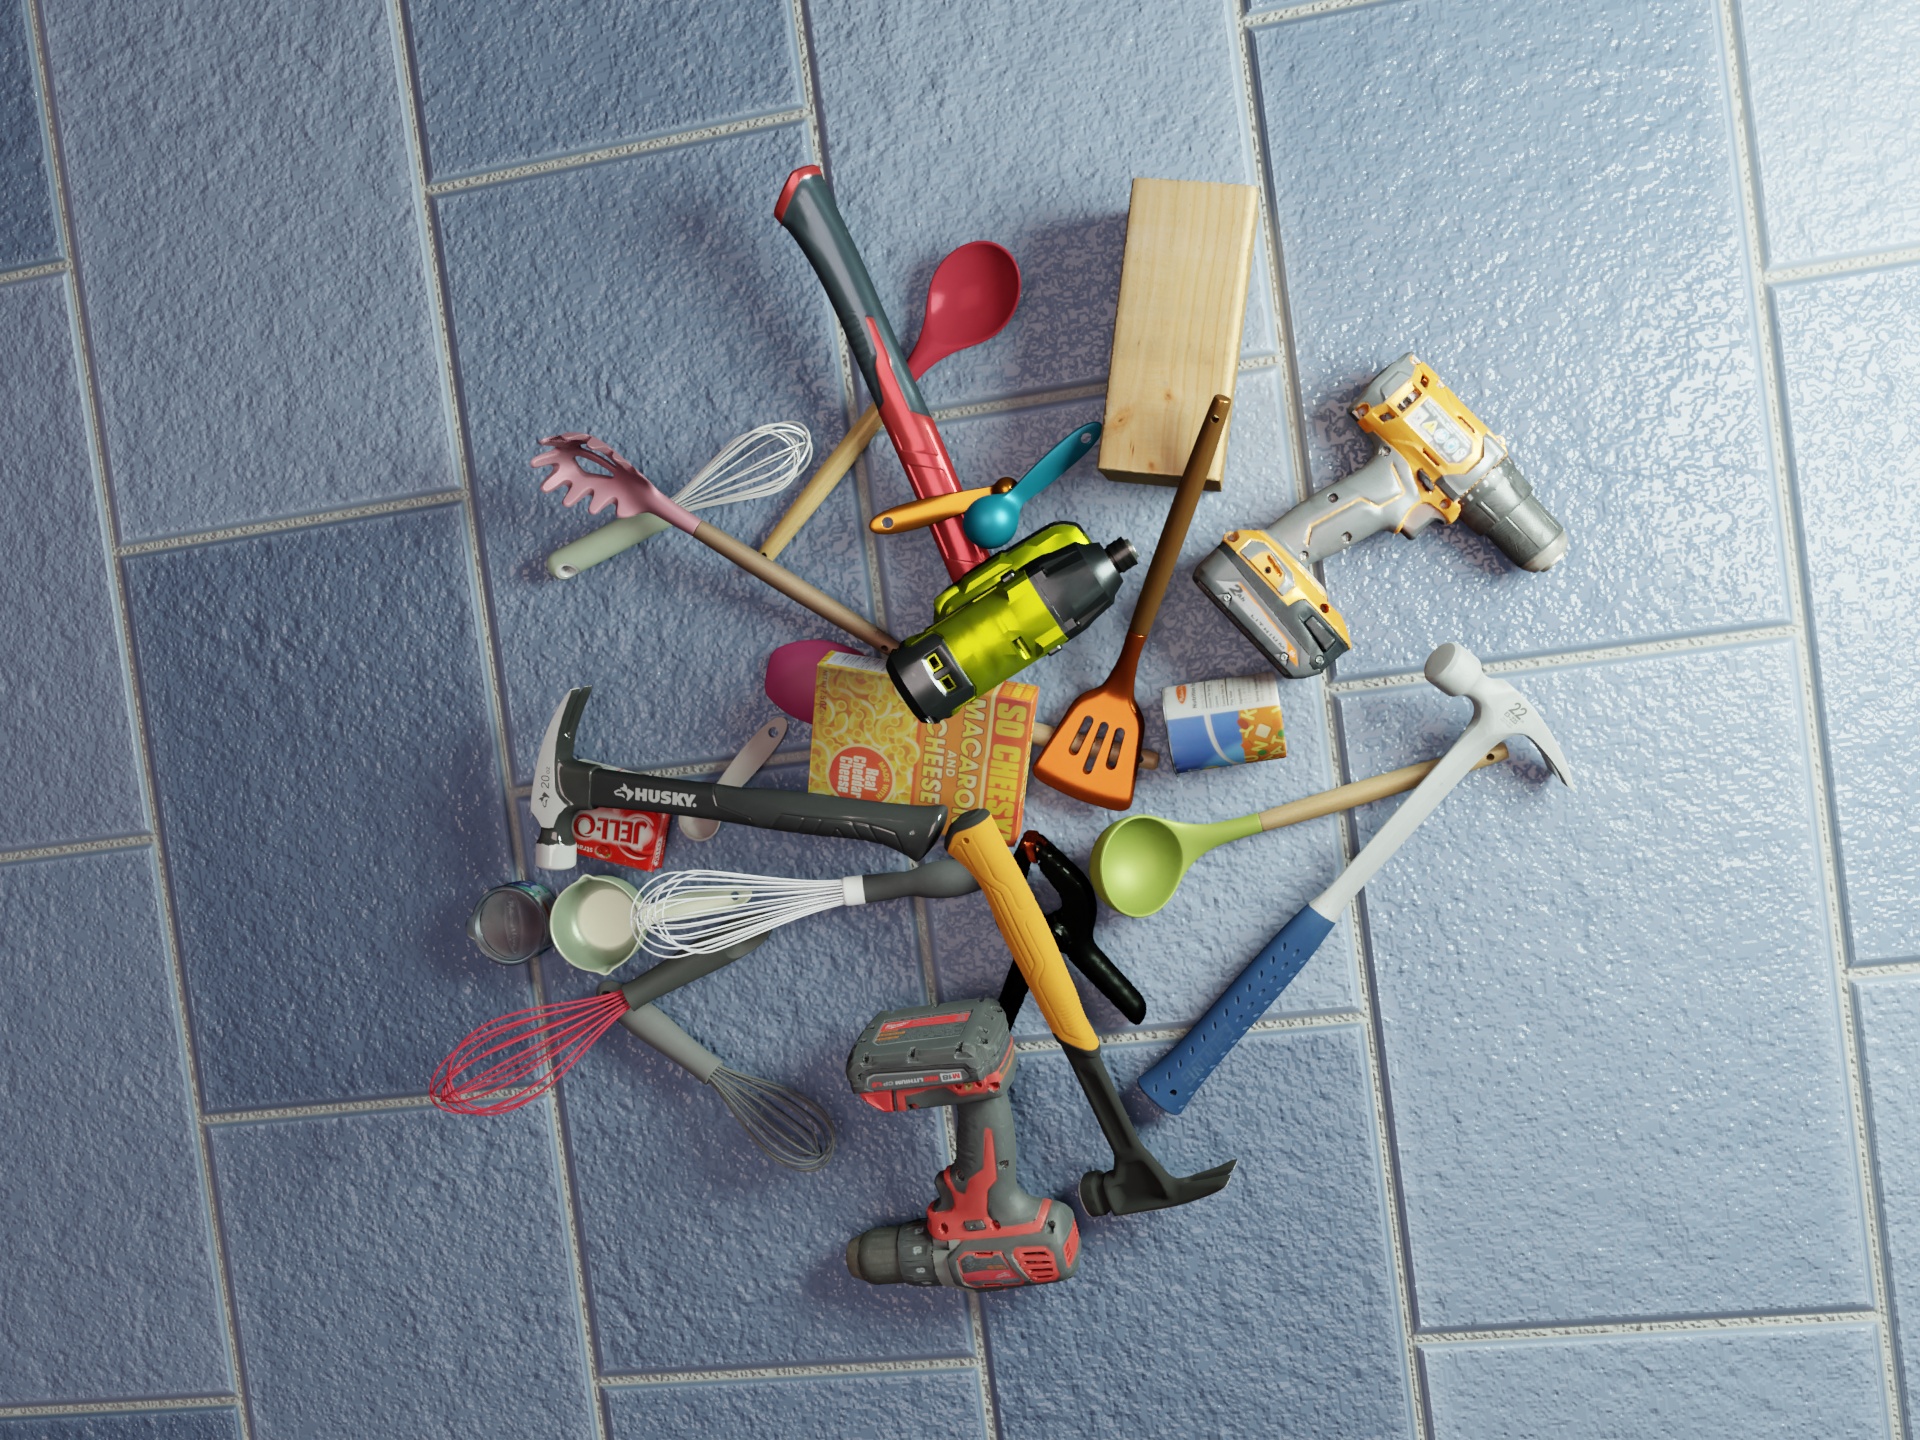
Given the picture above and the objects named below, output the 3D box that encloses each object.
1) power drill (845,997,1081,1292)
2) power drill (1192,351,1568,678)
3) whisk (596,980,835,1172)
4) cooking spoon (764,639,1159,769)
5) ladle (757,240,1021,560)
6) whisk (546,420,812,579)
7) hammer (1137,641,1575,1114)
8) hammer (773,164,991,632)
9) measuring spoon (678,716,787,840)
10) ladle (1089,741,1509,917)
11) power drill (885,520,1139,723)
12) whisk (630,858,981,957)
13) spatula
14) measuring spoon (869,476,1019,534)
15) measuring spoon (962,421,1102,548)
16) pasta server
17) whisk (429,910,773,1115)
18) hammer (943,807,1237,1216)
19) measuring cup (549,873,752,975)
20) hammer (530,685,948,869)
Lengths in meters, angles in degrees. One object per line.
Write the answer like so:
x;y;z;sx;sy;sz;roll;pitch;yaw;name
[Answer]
-0.021;0.338;1.221;0.188;0.080;0.226;-11;105;18;power drill
0.305;-0.125;1.150;0.226;0.084;0.185;-44;86;5;power drill
-0.199;0.281;1.279;0.239;0.055;0.055;34;98;12;whisk
-0.002;-0.004;1.240;0.319;0.017;0.068;13;98;10;cooking spoon
-0.064;-0.237;1.236;0.069;0.031;0.315;41;101;4;ladle
-0.225;-0.172;1.263;0.246;0.057;0.059;-24;54;14;whisk
0.279;0.138;1.174;0.144;0.035;0.405;34;104;-17;hammer
-0.028;-0.237;1.199;0.143;0.038;0.386;-22;96;10;hammer
-0.180;0.046;1.281;0.034;0.018;0.124;41;92;5;measuring spoon
0.250;0.072;1.180;0.320;0.062;0.078;-17;103;8;ladle
0.044;-0.076;1.086;0.171;0.223;0.080;-32;96;9;power drill
-0.115;0.135;1.236;0.284;0.070;0.070;-8;92;-2;whisk
0.135;-0.082;1.151;0.081;0.041;0.322;22;120;8;spatula
-0.013;-0.159;1.185;0.117;0.011;0.021;-14;98;7;measuring spoon
0.056;-0.171;1.162;0.128;0.021;0.042;-41;122;12;measuring spoon
-0.183;-0.131;1.229;0.316;0.040;0.060;31;126;-5;pasta server
-0.280;0.229;1.255;0.296;0.073;0.073;-28;88;-8;whisk
0.083;0.216;1.182;0.127;0.034;0.337;-21;100;31;hammer
-0.247;0.154;1.288;0.167;0.038;0.083;-12;91;4;measuring cup
-0.173;0.059;1.224;0.335;0.035;0.146;6;97;14;hammer
